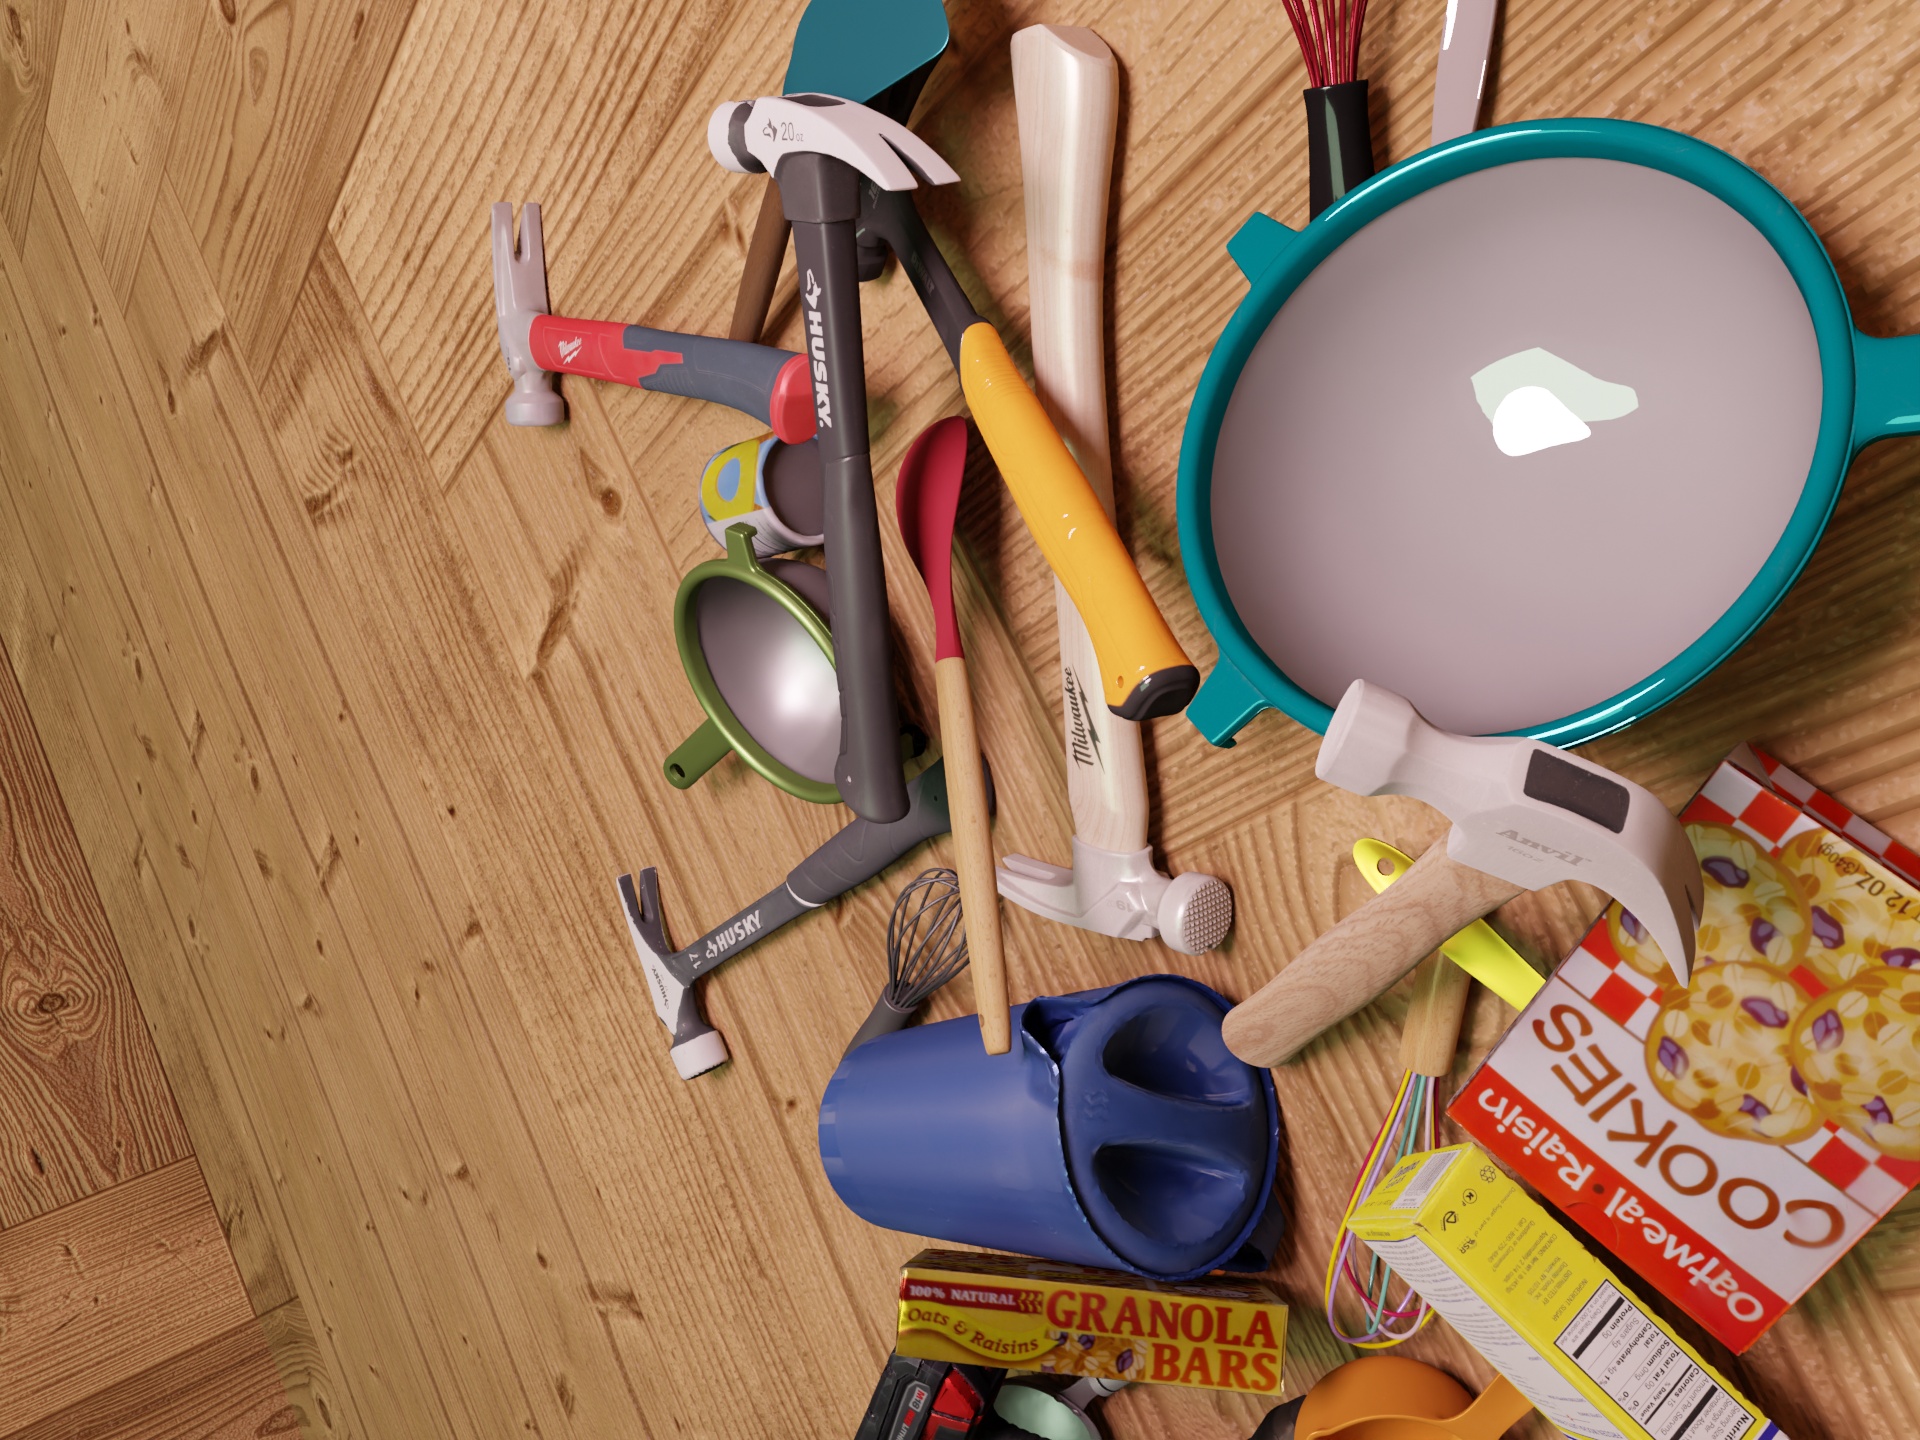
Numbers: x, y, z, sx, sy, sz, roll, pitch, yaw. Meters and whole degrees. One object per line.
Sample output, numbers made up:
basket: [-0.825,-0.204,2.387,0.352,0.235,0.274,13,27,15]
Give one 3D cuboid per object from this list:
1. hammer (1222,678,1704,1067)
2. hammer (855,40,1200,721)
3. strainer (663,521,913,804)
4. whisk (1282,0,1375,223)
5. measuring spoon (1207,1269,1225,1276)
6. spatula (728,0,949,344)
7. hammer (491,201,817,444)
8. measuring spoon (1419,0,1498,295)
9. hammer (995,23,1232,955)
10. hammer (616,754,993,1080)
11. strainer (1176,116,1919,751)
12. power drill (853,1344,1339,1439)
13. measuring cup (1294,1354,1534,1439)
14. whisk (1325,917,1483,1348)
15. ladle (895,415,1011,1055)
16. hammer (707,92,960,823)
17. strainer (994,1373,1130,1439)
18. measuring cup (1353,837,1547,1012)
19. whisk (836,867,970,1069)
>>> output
hammer: [0.153,0.083,0.580,0.130,0.031,0.331,22,157,4]
hammer: [0.020,-0.145,0.690,0.337,0.034,0.127,65,150,27]
strainer: [-0.108,-0.016,0.920,0.151,0.069,0.256,53,147,-2]
whisk: [0.134,-0.251,0.576,0.073,0.073,0.295,11,118,46]
measuring spoon: [0.100,0.290,0.840,0.117,0.011,0.021,-30,80,45]
spatula: [-0.079,-0.253,0.785,0.317,0.044,0.082,129,126,-63]
hammer: [-0.183,-0.224,0.911,0.387,0.038,0.143,23,119,51]
measuring spoon: [0.182,-0.215,0.568,0.034,0.018,0.124,22,112,50]
hammer: [0.049,-0.099,0.737,0.146,0.038,0.410,10,110,47]
hammer: [-0.105,0.105,0.982,0.409,0.036,0.149,-36,75,47]
strainer: [0.237,-0.082,0.491,0.340,0.095,0.211,-2,76,36]
power drill: [0.072,0.367,0.806,0.227,0.080,0.187,27,122,12]
measuring cup: [0.214,0.292,0.684,0.095,0.052,0.173,36,107,-1]
whisk: [0.195,0.163,0.670,0.047,0.051,0.245,13,110,22]
ladle: [-0.001,-0.002,0.744,0.069,0.031,0.316,136,131,-60]
hammer: [-0.048,-0.106,0.725,0.146,0.035,0.334,26,127,49]
strainer: [0.076,0.360,0.867,0.087,0.050,0.258,38,128,-2]
measuring cup: [0.217,0.096,0.612,0.157,0.029,0.062,43,120,24]
whisk: [-0.037,0.162,0.917,0.055,0.055,0.238,50,139,23]
